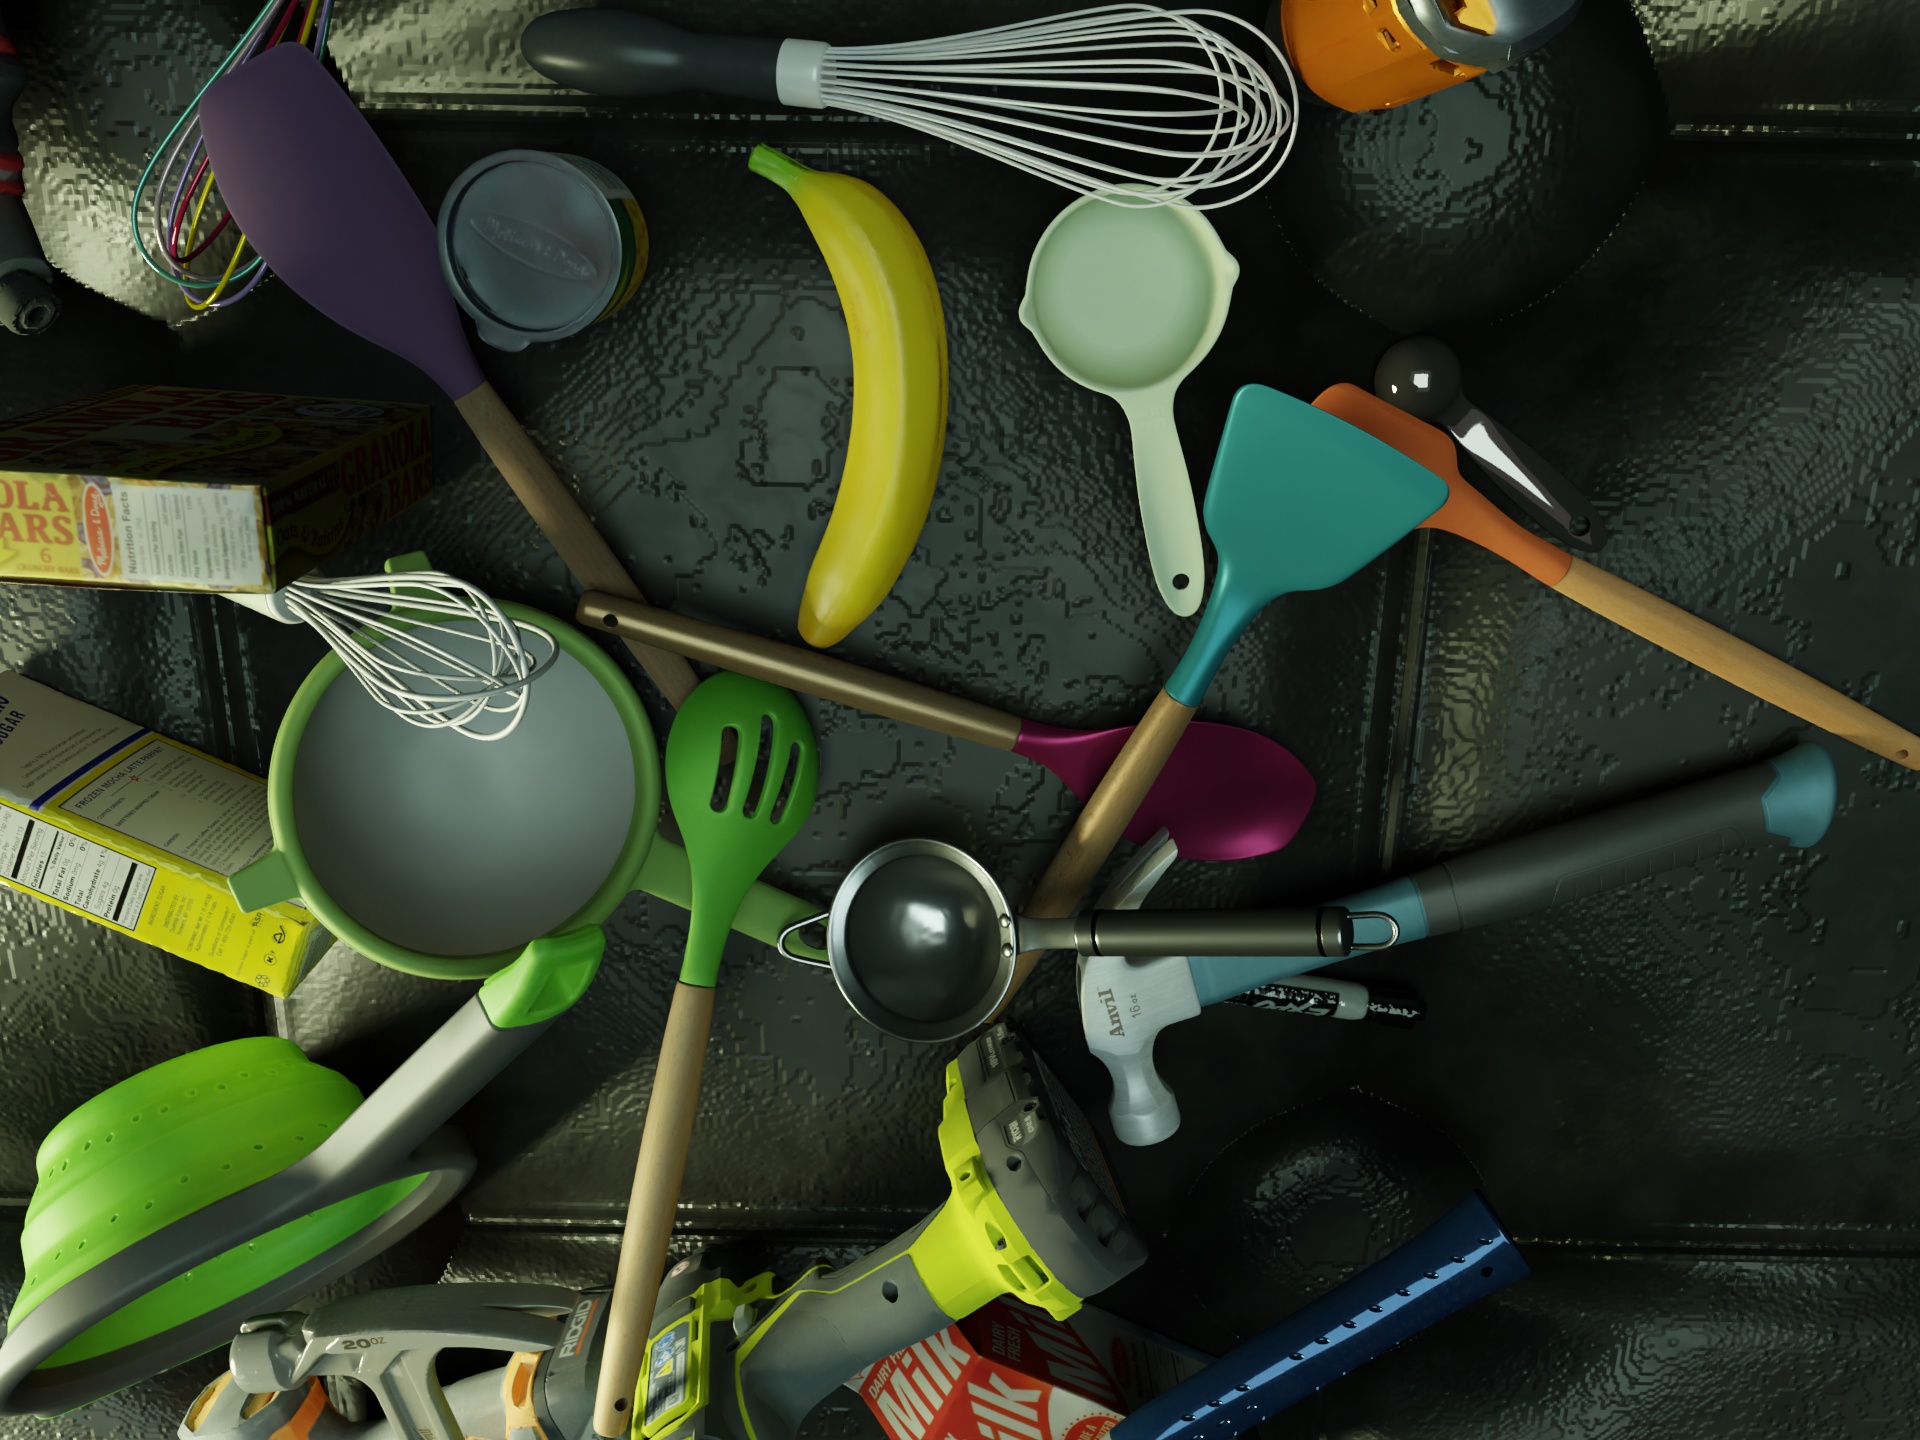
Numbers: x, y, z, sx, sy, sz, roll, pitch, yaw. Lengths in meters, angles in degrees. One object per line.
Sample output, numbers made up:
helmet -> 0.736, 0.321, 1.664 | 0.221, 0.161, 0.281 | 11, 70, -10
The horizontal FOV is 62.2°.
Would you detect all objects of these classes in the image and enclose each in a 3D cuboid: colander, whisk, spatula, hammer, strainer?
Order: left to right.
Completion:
colander -> -0.270, 0.155, 0.639 | 0.397, 0.204, 0.094 | -41, 72, 32
whisk -> -0.239, -0.264, 0.576 | 0.051, 0.047, 0.245 | 23, 103, -20
whisk -> -0.239, -0.046, 0.587 | 0.246, 0.059, 0.057 | 20, 126, 32
spatula -> -0.177, -0.105, 0.619 | 0.060, 0.018, 0.315 | -36, 114, -6
hammer -> -0.194, 0.400, 0.718 | 0.149, 0.037, 0.358 | -8, 114, 11
strainer -> -0.162, 0.049, 0.673 | 0.256, 0.069, 0.151 | 28, 75, -26
whisk -> -0.024, -0.225, 0.564 | 0.284, 0.070, 0.070 | 10, 109, 11
strainer -> 0.047, 0.087, 0.642 | 0.258, 0.050, 0.087 | -4, 88, 27
hammer -> 0.066, 0.331, 0.697 | 0.405, 0.035, 0.144 | -34, 103, 8
spatula -> 0.073, 0.014, 0.636 | 0.082, 0.044, 0.317 | 27, 118, -1
hammer -> 0.208, 0.076, 0.677 | 0.331, 0.033, 0.128 | -17, 103, 1
spatula -> 0.263, -0.045, 0.643 | 0.322, 0.041, 0.081 | 25, 130, -9

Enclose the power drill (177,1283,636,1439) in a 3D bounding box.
power drill -> -0.239, 0.377, 0.774 | 0.226, 0.084, 0.185 | -17, 110, 10

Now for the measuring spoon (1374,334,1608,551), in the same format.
measuring spoon -> 0.216, -0.107, 0.634 | 0.124, 0.018, 0.034 | 38, 105, -12

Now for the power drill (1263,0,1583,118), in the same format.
power drill -> 0.206, -0.276, 0.518 | 0.226, 0.164, 0.084 | -33, 106, -2

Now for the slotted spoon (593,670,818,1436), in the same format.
slotted spoon -> -0.110, 0.133, 0.649 | 0.070, 0.031, 0.314 | 13, 86, -32

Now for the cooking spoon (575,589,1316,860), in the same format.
cooking spoon -> -0.001, -0.002, 0.659 | 0.318, 0.017, 0.068 | 16, 118, -11

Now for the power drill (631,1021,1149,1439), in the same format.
power drill -> -0.042, 0.235, 0.685 | 0.223, 0.171, 0.080 | -35, 107, 3

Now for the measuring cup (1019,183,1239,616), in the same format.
measuring cup -> 0.072, -0.123, 0.621 | 0.083, 0.038, 0.167 | -12, 110, 5

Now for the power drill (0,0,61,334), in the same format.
power drill -> -0.334, -0.249, 0.550 | 0.143, 0.078, 0.219 | 42, 108, 5
